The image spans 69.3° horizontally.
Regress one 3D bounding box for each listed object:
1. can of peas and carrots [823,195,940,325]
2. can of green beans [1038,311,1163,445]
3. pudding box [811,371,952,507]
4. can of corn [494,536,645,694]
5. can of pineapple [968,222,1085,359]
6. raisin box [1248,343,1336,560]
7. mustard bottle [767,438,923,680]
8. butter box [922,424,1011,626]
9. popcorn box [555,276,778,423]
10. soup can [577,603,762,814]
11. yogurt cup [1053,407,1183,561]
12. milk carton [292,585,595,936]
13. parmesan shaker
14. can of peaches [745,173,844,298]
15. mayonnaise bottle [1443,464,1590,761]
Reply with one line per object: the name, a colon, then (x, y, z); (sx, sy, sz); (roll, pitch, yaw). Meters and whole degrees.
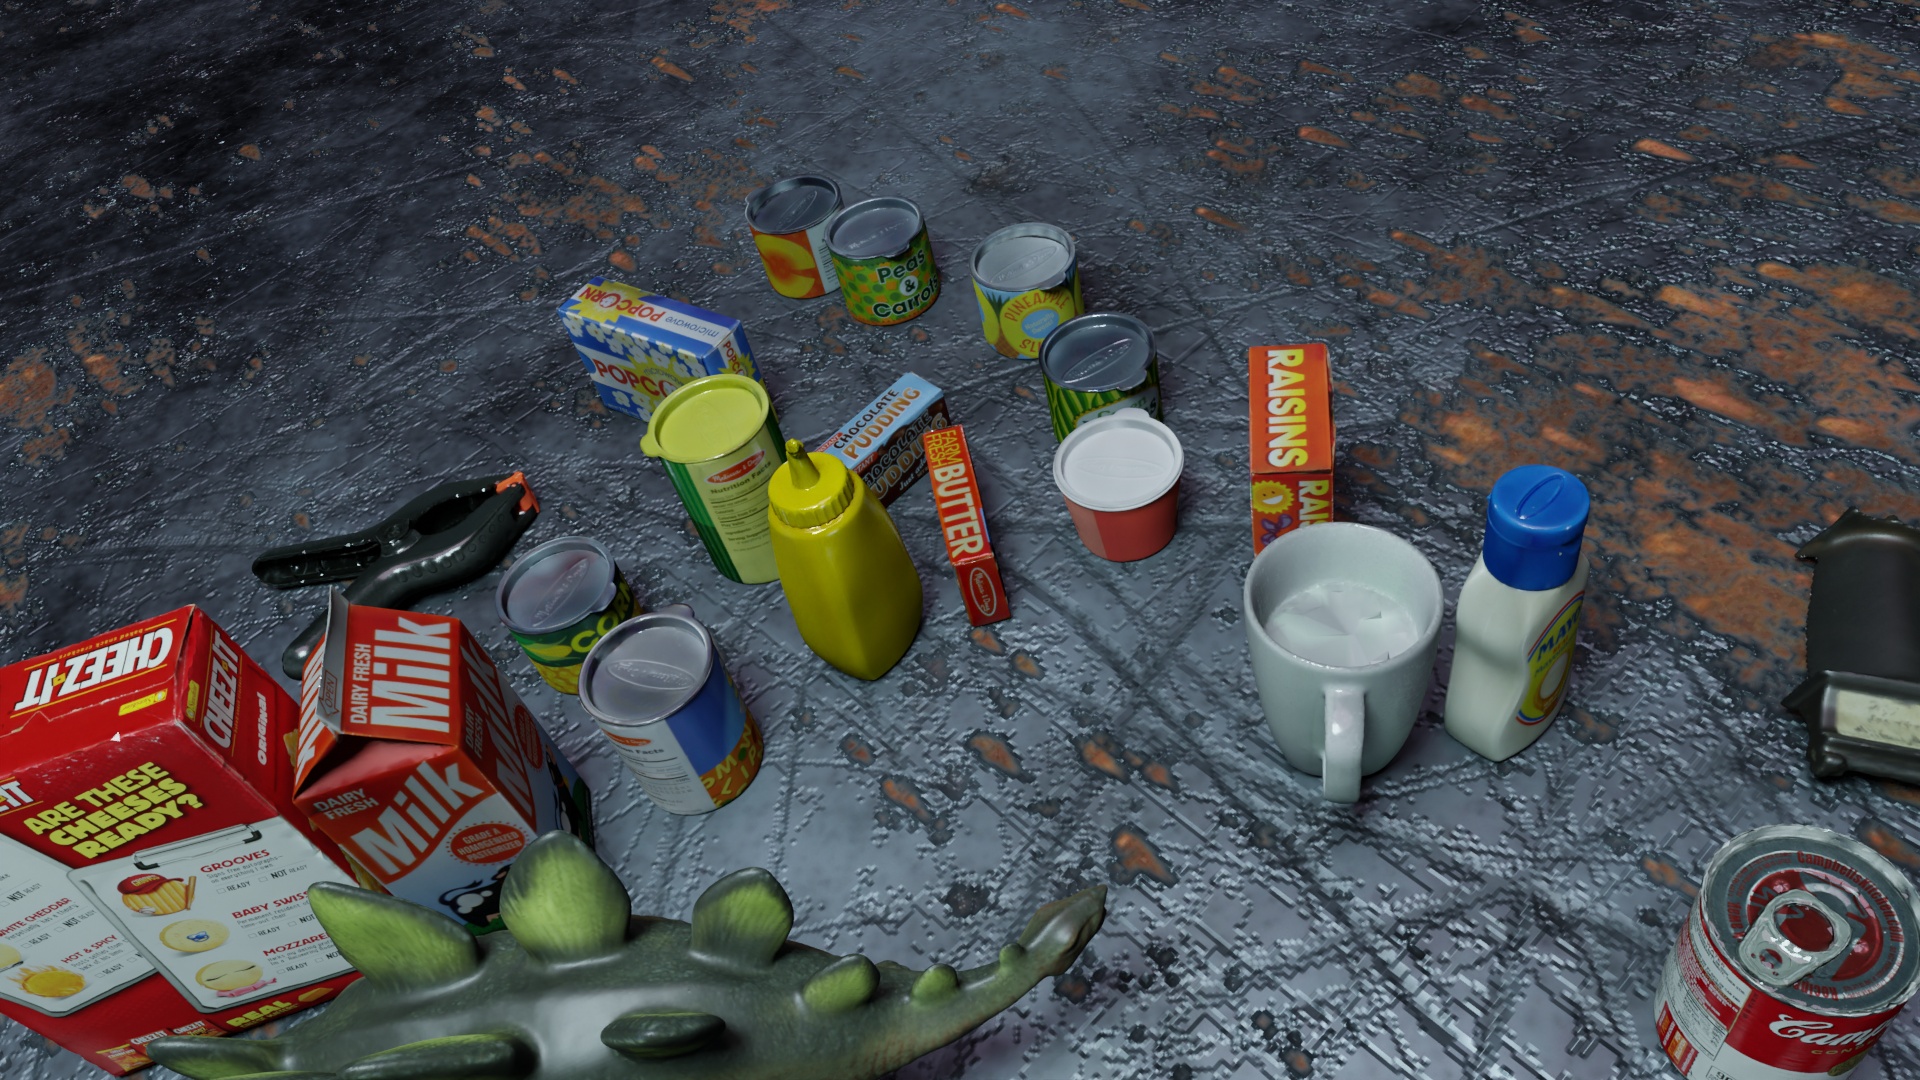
can of peas and carrots: (-0.049, -0.183, 0.913); (0.071, 0.058, 0.071); (-7, 48, 8)
can of green beans: (0.081, -0.088, 0.796); (0.071, 0.057, 0.071); (-7, 48, 8)
pudding box: (-0.044, -0.053, 0.802); (0.030, 0.049, 0.084); (31, 63, 34)
can of corn: (-0.207, 0.042, 0.753); (0.071, 0.058, 0.071); (-7, 48, 8)
can of pineapple: (0.043, -0.154, 0.864); (0.071, 0.057, 0.071); (-7, 48, 8)
raisin box: (0.161, -0.022, 0.672); (0.040, 0.122, 0.086); (-1, 49, 14)
mustard bottle: (-0.061, 0.003, 0.682); (0.049, 0.159, 0.065); (19, 56, 28)
butter box: (0.003, -0.009, 0.749); (0.024, 0.053, 0.104); (-15, 47, 2)
popcorn box: (-0.180, -0.108, 0.862); (0.127, 0.084, 0.038); (21, 57, 29)
soup can: (-0.138, 0.084, 0.682); (0.071, 0.083, 0.072); (-7, 48, 8)
yogurt cup: (0.087, -0.026, 0.742); (0.072, 0.053, 0.073); (-7, 48, 8)
milk carton: (-0.232, 0.103, 0.616); (0.073, 0.189, 0.072); (-18, 47, -2)
parmesan shaker: (-0.126, -0.031, 0.767); (0.071, 0.102, 0.072); (-7, 48, 8)
can of peaches: (-0.109, -0.208, 0.951); (0.071, 0.057, 0.071); (-7, 48, 8)
mayonnaise bottle: (0.238, 0.031, 0.589); (0.065, 0.147, 0.041); (-40, 51, -20)
